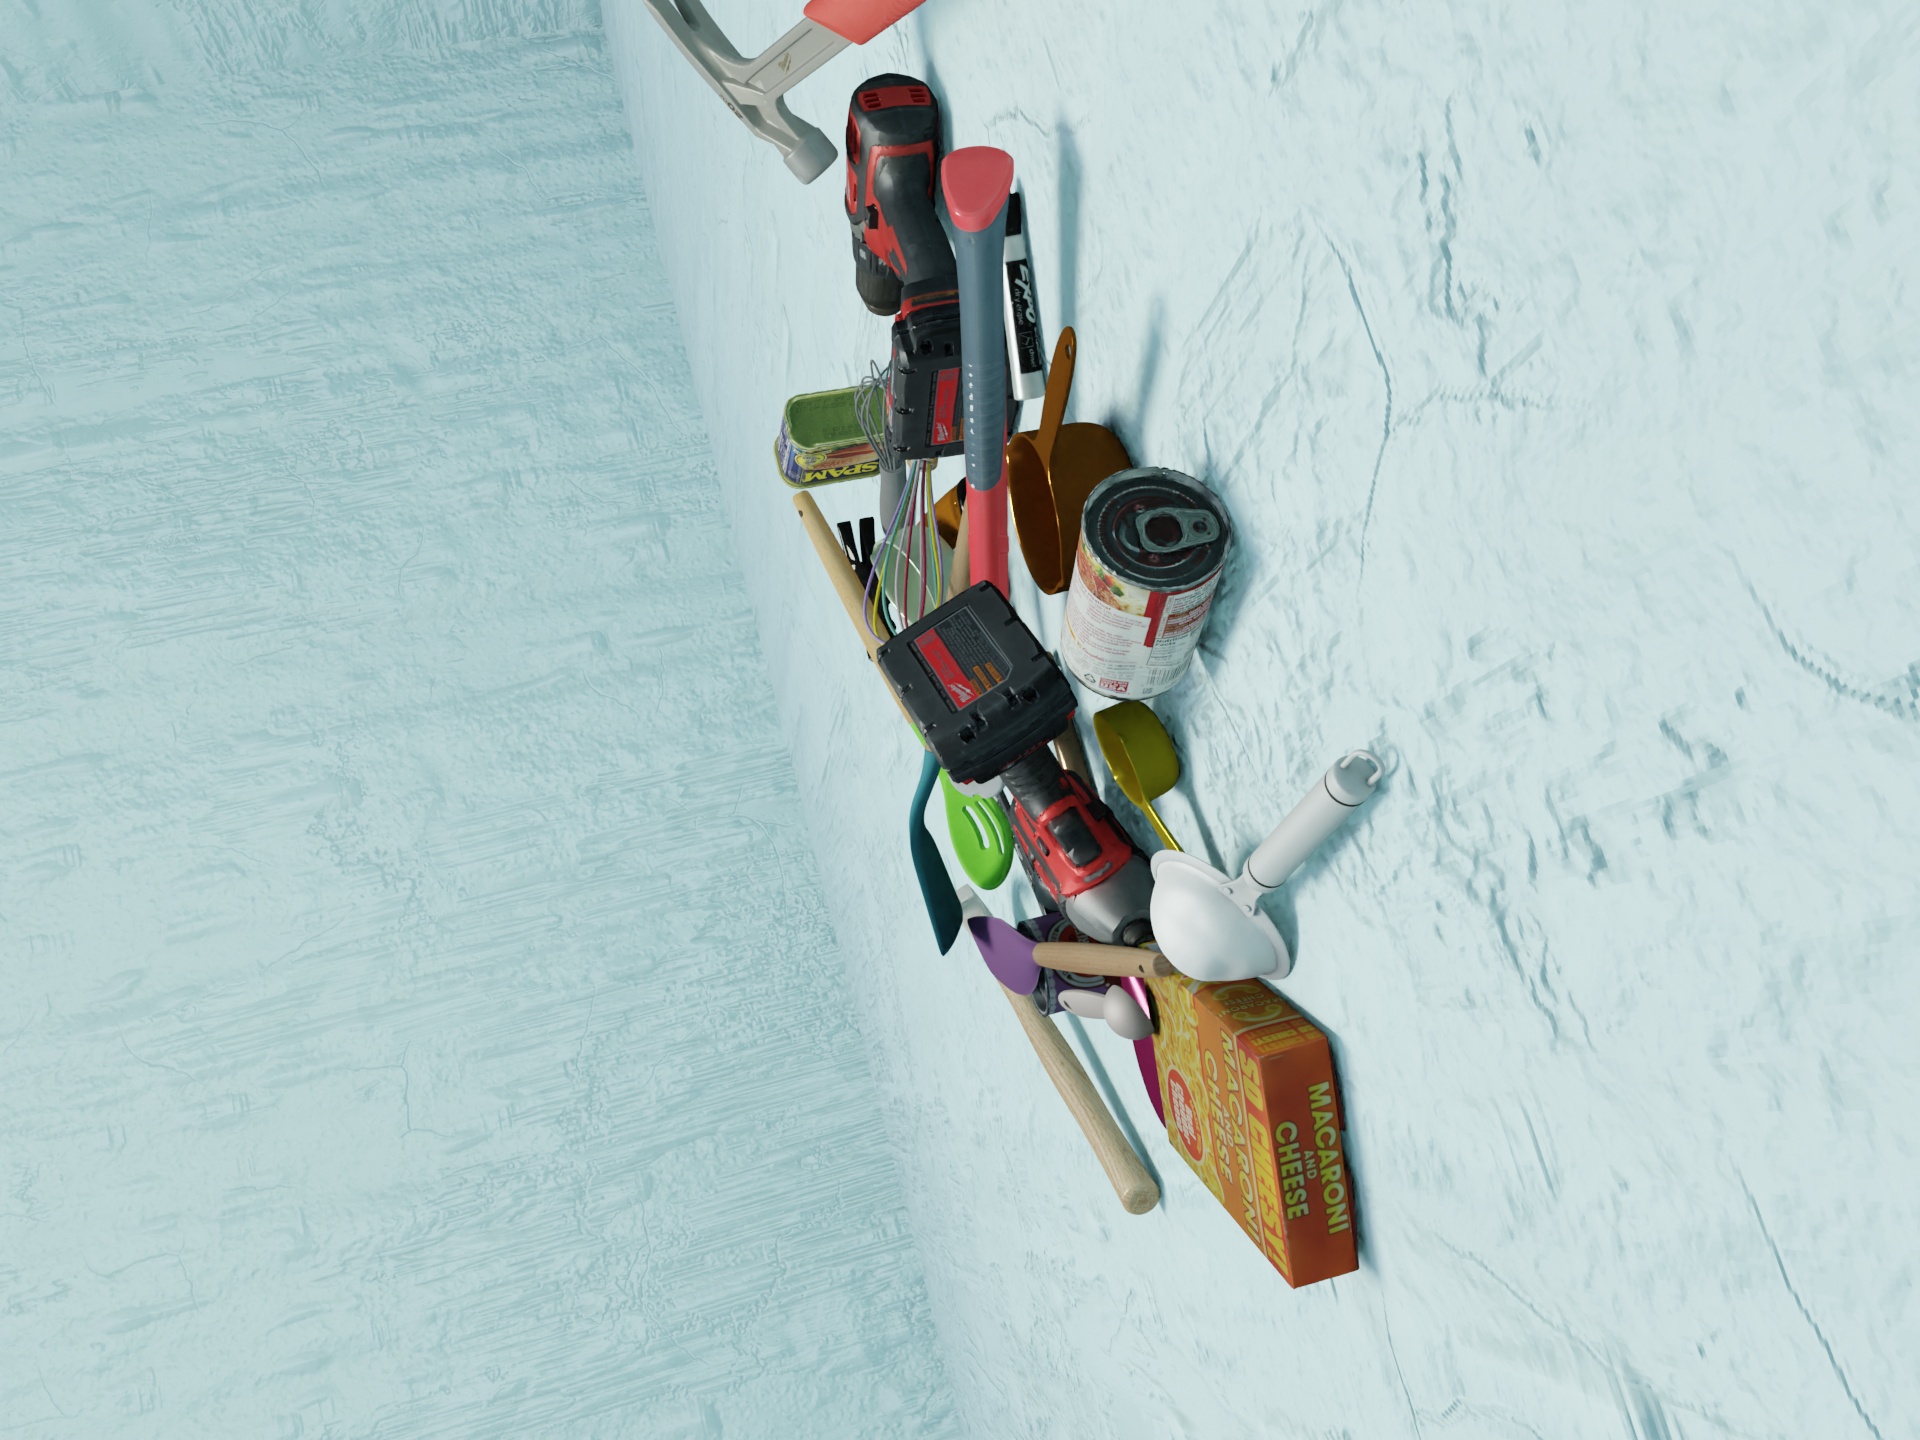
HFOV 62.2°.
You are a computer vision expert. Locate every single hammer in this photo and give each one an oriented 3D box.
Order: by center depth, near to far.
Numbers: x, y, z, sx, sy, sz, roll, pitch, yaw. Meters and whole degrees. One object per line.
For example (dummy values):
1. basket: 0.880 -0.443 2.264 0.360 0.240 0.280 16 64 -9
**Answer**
1. hammer: -0.056 -0.393 0.849 0.149 0.037 0.359 46 162 -23
2. hammer: 0.018 -0.144 0.932 0.143 0.038 0.386 -72 -15 -50
3. hammer: 0.064 0.241 1.219 0.129 0.031 0.332 55 180 -40
4. hammer: -0.034 -0.136 1.238 0.337 0.034 0.127 153 105 -71
5. hammer: 0.016 0.027 1.272 0.149 0.036 0.409 87 165 -46

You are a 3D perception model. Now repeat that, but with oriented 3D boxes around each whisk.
1. whisk: -0.025 -0.157 1.086 0.047 0.051 0.245 -32 46 55
2. whisk: -0.059 -0.216 1.328 0.238 0.055 0.055 90 163 -63

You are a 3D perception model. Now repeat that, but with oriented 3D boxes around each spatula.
1. spatula: 0.060 0.146 0.972 0.060 0.018 0.316 65 162 -1
2. spatula: -0.002 -0.003 1.065 0.082 0.044 0.317 -48 -32 -74

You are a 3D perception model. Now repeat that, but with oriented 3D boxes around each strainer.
1. strainer: 0.133 0.072 0.722 0.087 0.050 0.258 43 153 11

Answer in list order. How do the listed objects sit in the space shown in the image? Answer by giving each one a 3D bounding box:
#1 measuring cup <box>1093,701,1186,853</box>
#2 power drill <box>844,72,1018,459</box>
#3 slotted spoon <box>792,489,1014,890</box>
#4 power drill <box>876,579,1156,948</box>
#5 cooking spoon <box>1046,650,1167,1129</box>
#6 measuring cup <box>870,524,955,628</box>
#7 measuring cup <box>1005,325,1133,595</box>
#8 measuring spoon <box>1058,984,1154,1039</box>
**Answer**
1. measuring cup: 0.120 0.055 0.846 0.157 0.029 0.062 59 171 21
2. power drill: -0.029 -0.280 1.044 0.187 0.080 0.227 100 157 -61
3. slotted spoon: -0.040 -0.024 1.133 0.070 0.031 0.314 -28 91 55
4. power drill: 0.047 0.039 0.899 0.219 0.078 0.143 57 180 -41
5. cooking spoon: 0.094 0.108 1.023 0.068 0.017 0.319 136 121 -71
6. measuring cup: -0.021 -0.074 1.167 0.083 0.038 0.167 42 157 33
7. measuring cup: 0.065 -0.137 0.809 0.173 0.052 0.095 98 156 -56
8. measuring spoon: 0.077 0.170 0.923 0.034 0.018 0.124 53 162 -4
